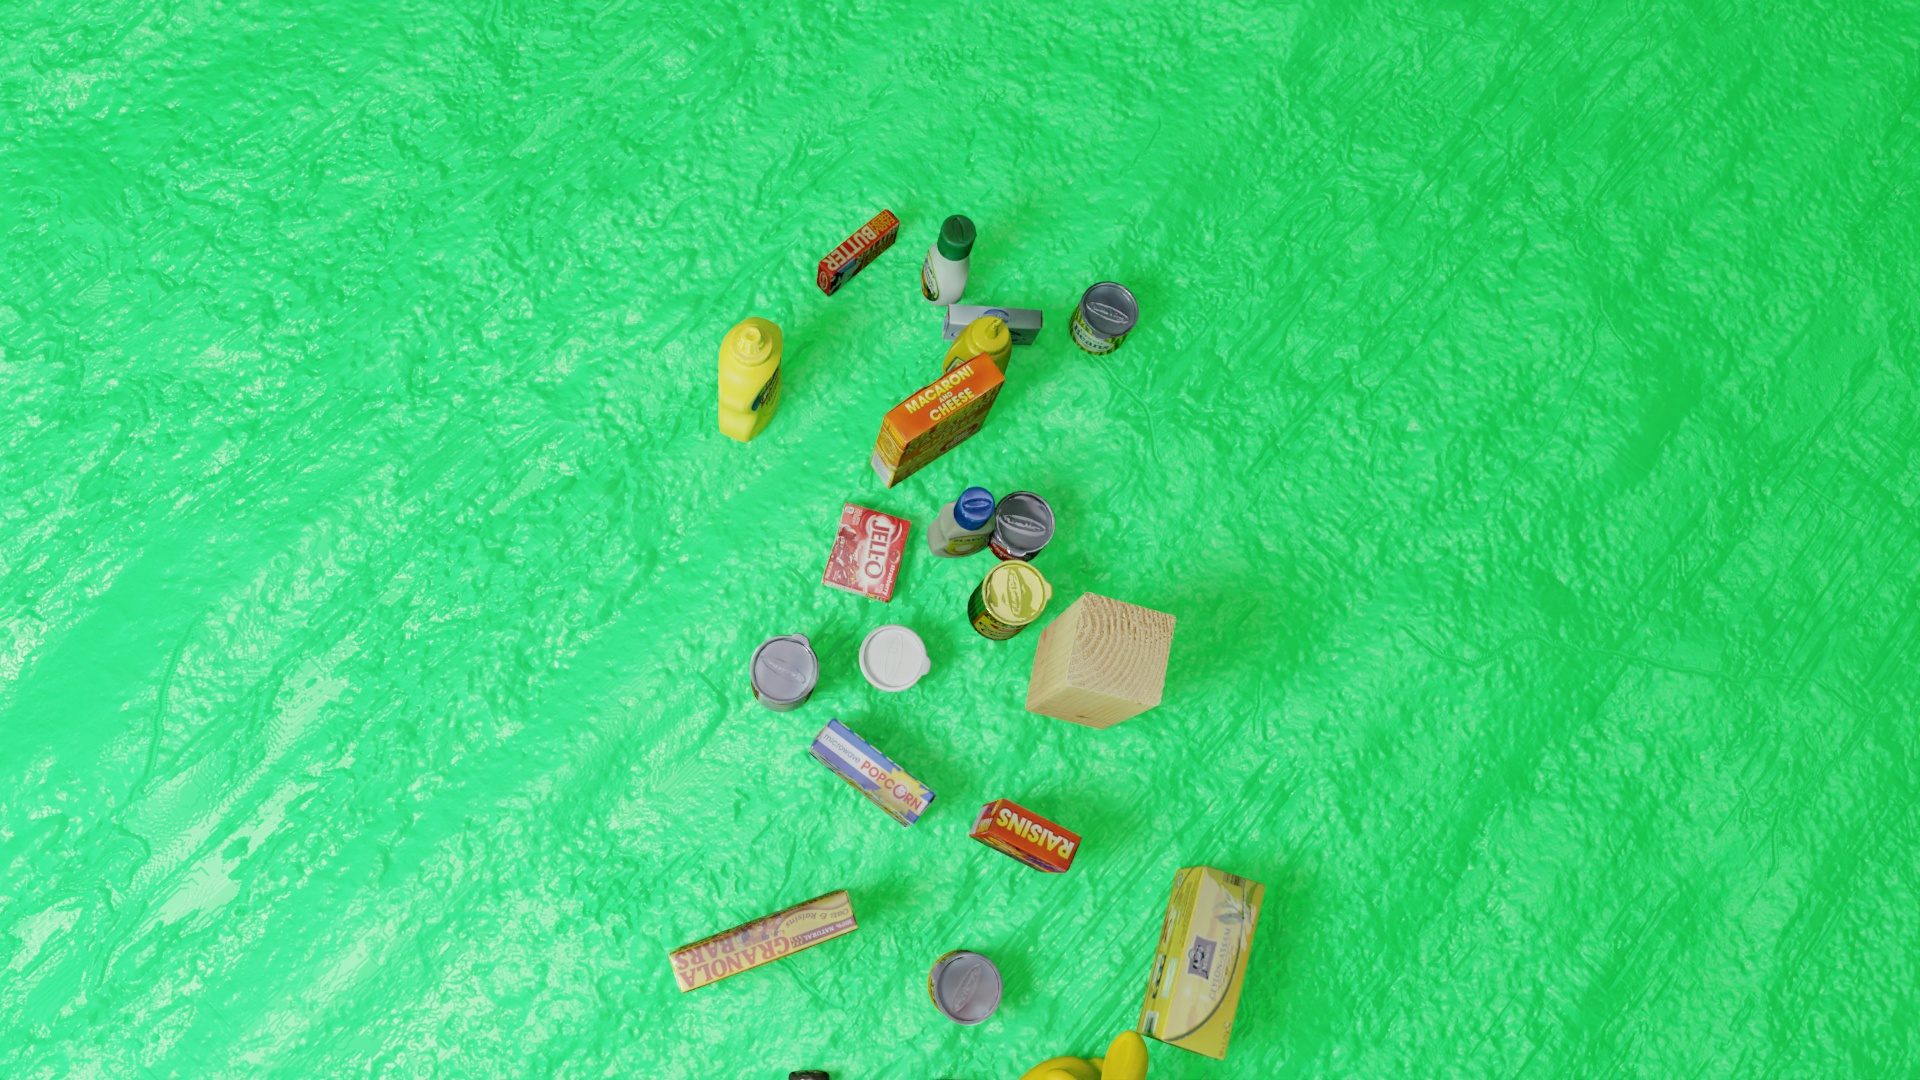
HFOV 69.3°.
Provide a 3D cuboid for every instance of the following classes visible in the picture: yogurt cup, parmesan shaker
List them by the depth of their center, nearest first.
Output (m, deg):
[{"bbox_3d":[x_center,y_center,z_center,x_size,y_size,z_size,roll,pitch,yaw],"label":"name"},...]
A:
[{"bbox_3d":[-0.070,0.122,1.404,0.072,0.053,0.072,2,76,-8],"label":"yogurt cup"},{"bbox_3d":[0.049,0.063,1.413,0.071,0.103,0.071,2,76,-8],"label":"parmesan shaker"}]

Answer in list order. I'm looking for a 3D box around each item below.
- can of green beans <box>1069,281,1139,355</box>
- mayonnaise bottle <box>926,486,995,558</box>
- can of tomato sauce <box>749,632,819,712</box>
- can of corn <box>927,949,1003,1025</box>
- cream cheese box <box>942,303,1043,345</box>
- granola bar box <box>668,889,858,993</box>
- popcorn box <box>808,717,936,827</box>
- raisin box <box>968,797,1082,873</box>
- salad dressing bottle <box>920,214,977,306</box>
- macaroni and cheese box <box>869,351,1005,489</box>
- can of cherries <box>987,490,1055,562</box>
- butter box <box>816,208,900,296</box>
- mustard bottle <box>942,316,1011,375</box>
[{"bbox_3d":[0.157,-0.244,1.532,0.071,0.057,0.071,2,76,-8],"label":"can of green beans"},{"bbox_3d":[0.005,-0.018,1.403,0.065,0.147,0.041,-6,77,-10],"label":"mayonnaise bottle"},{"bbox_3d":[-0.174,0.131,1.371,0.071,0.083,0.071,2,76,-8],"label":"can of tomato sauce"},{"bbox_3d":[0.001,0.427,1.334,0.071,0.058,0.071,2,76,-8],"label":"can of corn"},{"bbox_3d":[0.034,-0.234,1.513,0.104,0.053,0.024,2,76,-8],"label":"cream cheese box"},{"bbox_3d":[-0.181,0.370,1.287,0.166,0.124,0.039,-17,79,-13],"label":"granola bar box"},{"bbox_3d":[-0.088,0.227,1.358,0.127,0.085,0.038,37,74,2],"label":"popcorn box"},{"bbox_3d":[0.060,0.287,1.346,0.086,0.123,0.040,28,74,-1],"label":"raisin box"},{"bbox_3d":[-0.012,-0.297,1.473,0.044,0.147,0.064,-11,78,-11],"label":"salad dressing bottle"},{"bbox_3d":[-0.027,-0.120,1.415,0.124,0.166,0.040,-34,83,-15],"label":"macaroni and cheese box"},{"bbox_3d":[0.061,-0.011,1.457,0.071,0.058,0.071,2,76,-8],"label":"can of cherries"},{"bbox_3d":[-0.112,-0.313,1.511,0.104,0.053,0.024,-43,86,-16],"label":"butter box"},{"bbox_3d":[0.022,-0.198,1.446,0.065,0.159,0.049,31,74,0],"label":"mustard bottle"}]
